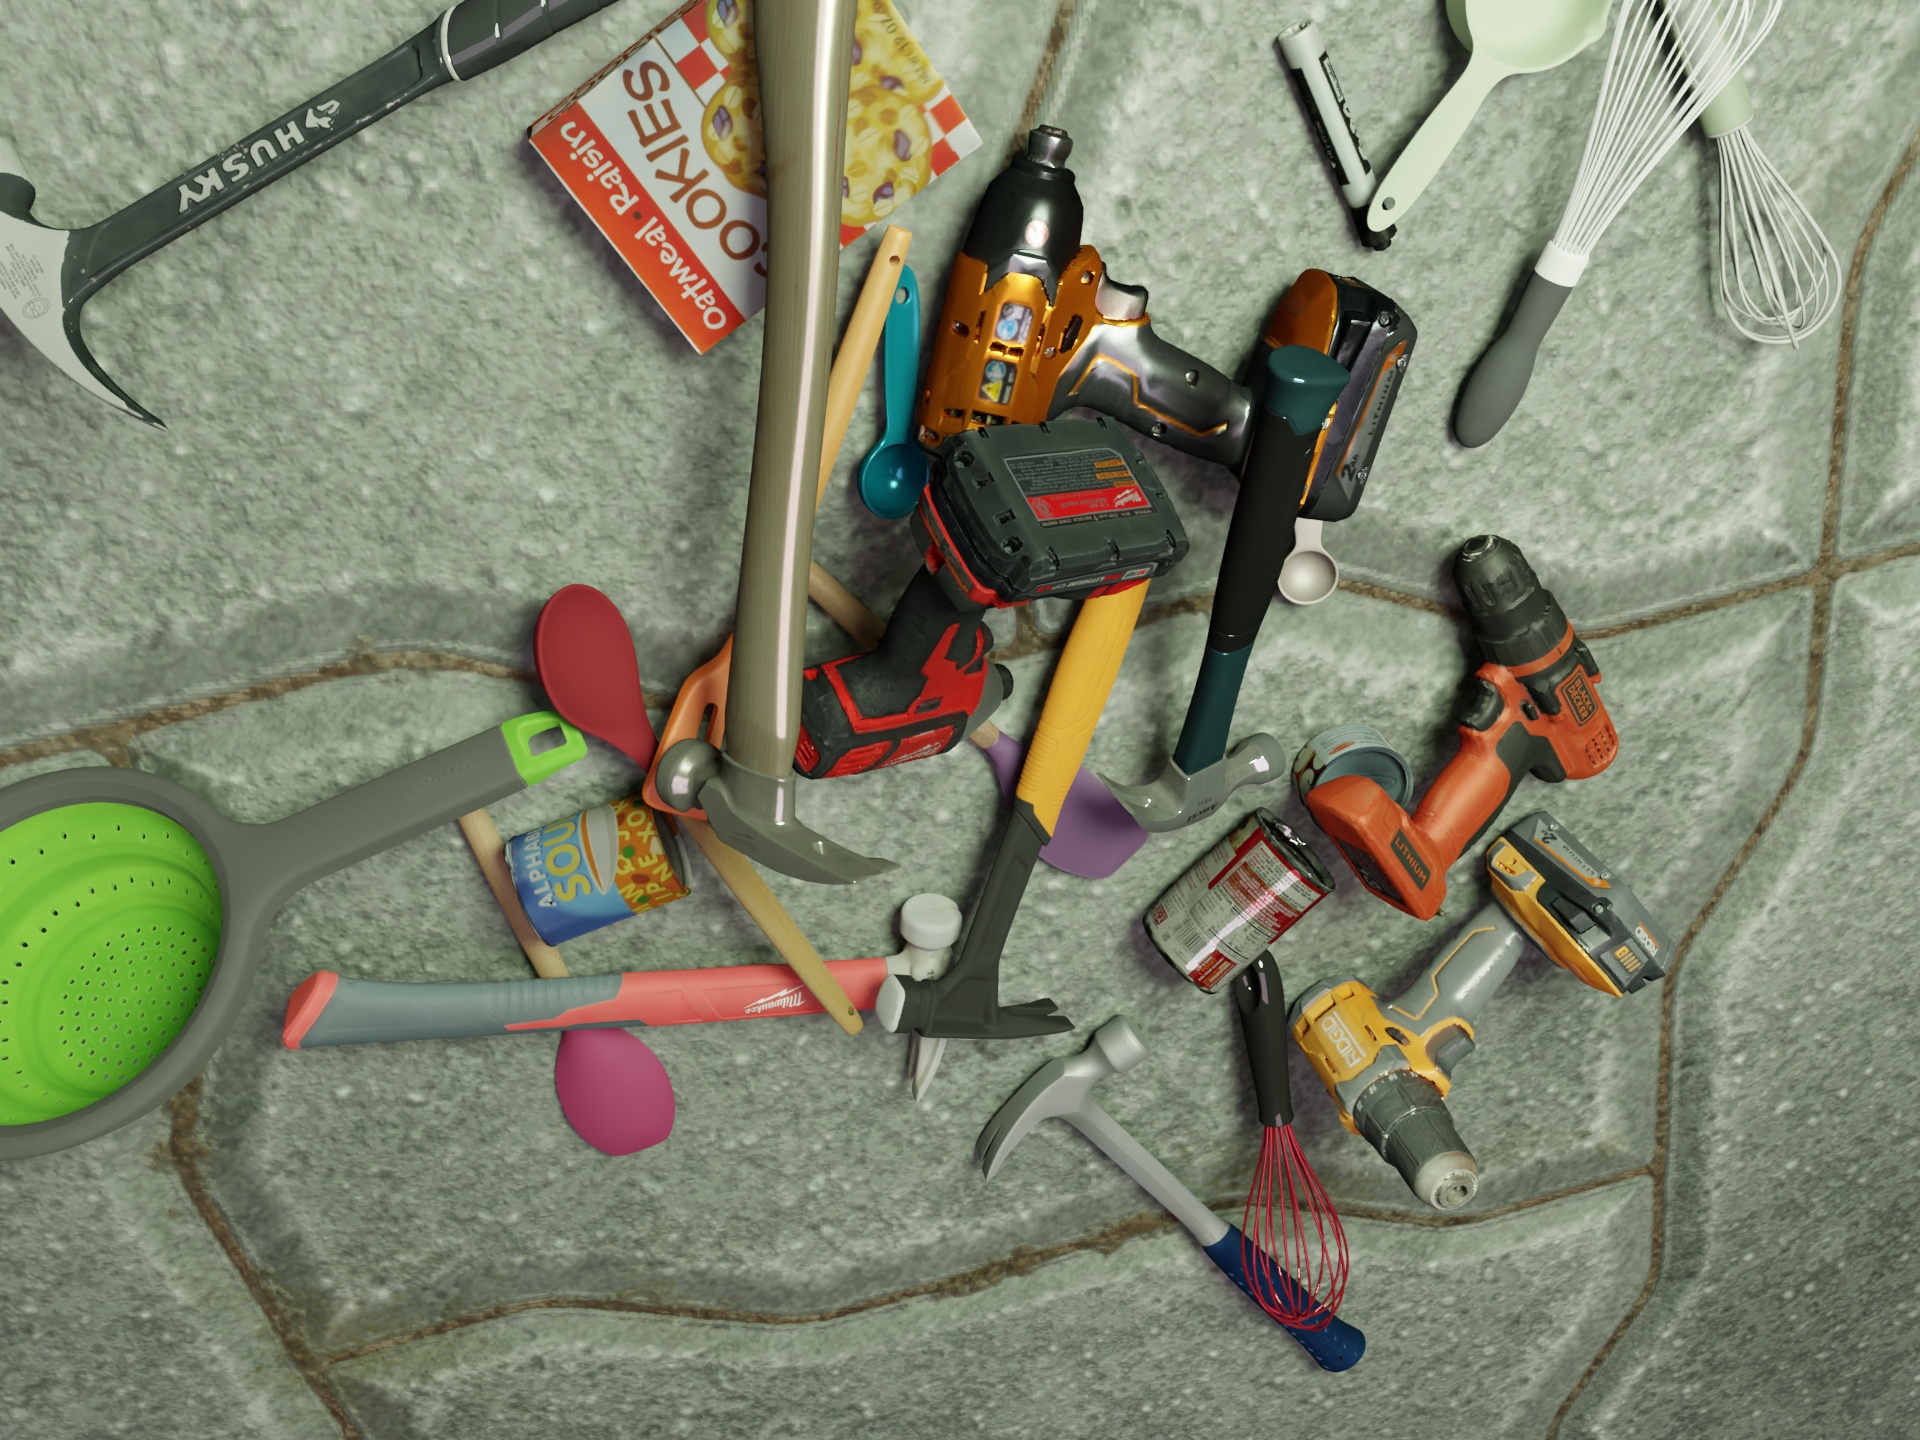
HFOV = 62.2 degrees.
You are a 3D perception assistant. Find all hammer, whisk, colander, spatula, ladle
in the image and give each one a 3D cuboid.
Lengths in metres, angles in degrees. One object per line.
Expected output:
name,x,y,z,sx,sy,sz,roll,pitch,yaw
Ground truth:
hammer,0.172,0.366,1.146,0.144,0.035,0.405,-37,119,10
hammer,-0.230,-0.274,0.677,0.409,0.036,0.149,-30,82,0
whisk,0.318,-0.260,0.798,0.070,0.070,0.284,7,130,-15
colander,-0.379,0.101,0.842,0.397,0.205,0.094,-24,154,-9
whisk,0.394,-0.297,0.812,0.058,0.059,0.246,-17,121,31
spatula,-0.001,-0.003,0.912,0.060,0.018,0.315,-44,119,7
hammer,-0.071,-0.126,0.719,0.038,0.146,0.410,-16,120,-46
spatula,-0.083,-0.093,0.811,0.081,0.041,0.322,11,116,-27
hammer,-0.193,0.178,0.948,0.386,0.038,0.143,-1,120,-16
hammer,0.143,-0.053,0.819,0.128,0.033,0.330,-25,146,-23
whisk,0.217,0.286,1.075,0.073,0.073,0.295,-12,106,-5
ladle,-0.140,0.060,0.881,0.031,0.069,0.315,-13,119,39
hammer,0.056,0.036,0.916,0.127,0.034,0.336,8,110,-30

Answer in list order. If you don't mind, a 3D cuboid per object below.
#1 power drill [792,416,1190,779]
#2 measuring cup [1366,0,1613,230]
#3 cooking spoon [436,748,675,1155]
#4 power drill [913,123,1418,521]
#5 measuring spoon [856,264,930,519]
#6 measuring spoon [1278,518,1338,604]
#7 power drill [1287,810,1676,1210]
power drill,0.007,-0.050,0.788,0.143,0.079,0.219,-13,157,-38
measuring cup,0.246,-0.317,0.775,0.083,0.038,0.167,24,114,-23
cooking spoon,-0.245,0.149,0.949,0.069,0.017,0.318,-19,121,-4
power drill,0.103,-0.192,0.792,0.226,0.084,0.164,9,115,-12
measuring spoon,-0.036,-0.168,0.816,0.042,0.021,0.128,-11,114,-34
measuring spoon,0.193,-0.125,0.888,0.034,0.018,0.124,-3,114,5
power drill,0.327,0.182,0.989,0.226,0.186,0.084,-42,117,9
